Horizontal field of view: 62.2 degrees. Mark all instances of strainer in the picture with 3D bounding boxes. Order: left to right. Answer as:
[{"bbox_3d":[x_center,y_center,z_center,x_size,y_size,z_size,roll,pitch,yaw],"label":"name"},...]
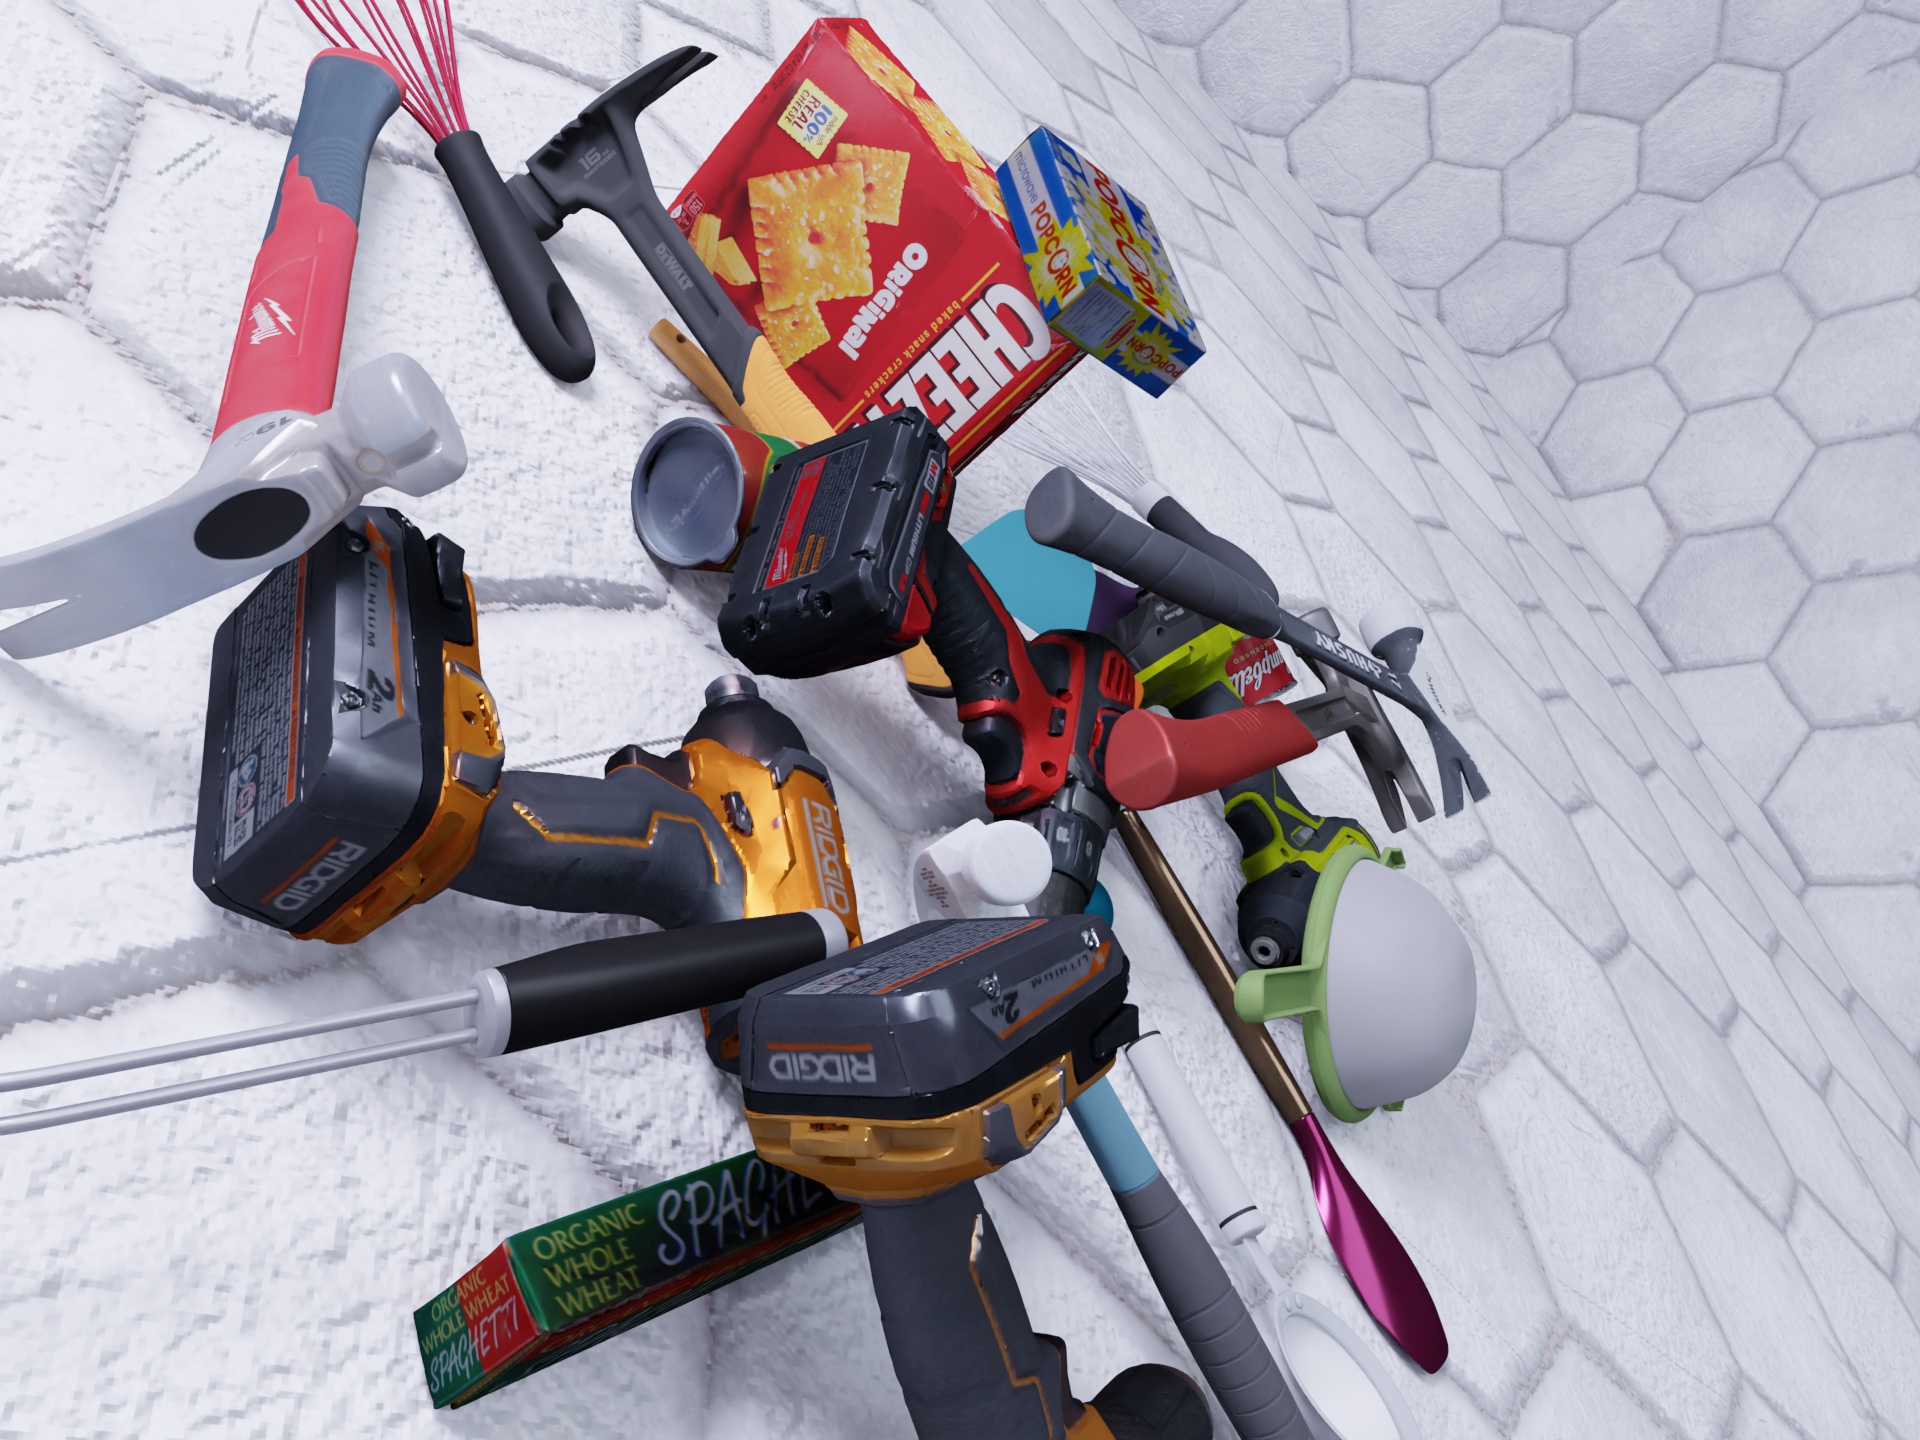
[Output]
[{"bbox_3d":[0.127,0.230,0.697,0.086,0.050,0.259,22,34,-52],"label":"strainer"},{"bbox_3d":[0.213,0.137,0.813,0.256,0.069,0.151,12,79,-59],"label":"strainer"}]

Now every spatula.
[{"bbox_3d":[-0.038,-0.095,0.836,0.322,0.041,0.081,44,53,-9],"label":"spatula"},{"bbox_3d":[0.049,-0.111,0.945,0.082,0.044,0.317,37,14,-6],"label":"spatula"},{"bbox_3d":[0.134,-0.091,1.106,0.316,0.018,0.060,-23,86,-61],"label":"spatula"}]

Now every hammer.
[{"bbox_3d":[-0.250,-0.163,0.574,0.387,0.143,0.038,-111,177,-50],"label":"hammer"},{"bbox_3d":[-0.084,-0.159,0.784,0.337,0.127,0.034,55,17,-4],"label":"hammer"},{"bbox_3d":[0.073,0.188,0.609,0.033,0.128,0.331,-29,92,-17],"label":"hammer"},{"bbox_3d":[0.171,0.016,0.860,0.359,0.036,0.149,-12,74,-60],"label":"hammer"},{"bbox_3d":[0.169,-0.047,0.845,0.408,0.036,0.149,18,45,-47],"label":"hammer"}]

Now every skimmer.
[{"bbox_3d":[-0.146,0.088,0.354,0.090,0.127,0.363,20,16,41],"label":"skimmer"}]

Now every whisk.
[{"bbox_3d":[-0.246,-0.287,0.748,0.296,0.073,0.073,61,29,5],"label":"whisk"},{"bbox_3d":[0.102,-0.160,1.024,0.285,0.070,0.070,45,24,26],"label":"whisk"}]

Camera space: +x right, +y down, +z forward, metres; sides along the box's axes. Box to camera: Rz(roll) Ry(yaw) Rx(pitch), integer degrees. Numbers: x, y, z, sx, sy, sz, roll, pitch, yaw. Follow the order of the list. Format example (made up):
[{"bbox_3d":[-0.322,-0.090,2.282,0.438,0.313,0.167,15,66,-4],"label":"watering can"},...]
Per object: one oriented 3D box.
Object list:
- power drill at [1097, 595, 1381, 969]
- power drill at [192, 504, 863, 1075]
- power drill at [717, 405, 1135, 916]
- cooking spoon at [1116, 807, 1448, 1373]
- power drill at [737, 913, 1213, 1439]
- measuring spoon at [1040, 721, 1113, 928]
[{"bbox_3d":[0.156,0.035,0.930,0.223,0.080,0.171,57,30,3],"label":"power drill"},{"bbox_3d":[-0.127,0.020,0.534,0.226,0.084,0.164,29,34,-43],"label":"power drill"},{"bbox_3d":[-0.001,-0.002,0.697,0.226,0.080,0.188,45,44,-38],"label":"power drill"},{"bbox_3d":[0.163,0.183,0.825,0.068,0.017,0.319,-2,59,-58],"label":"cooking spoon"},{"bbox_3d":[0.019,0.177,0.492,0.185,0.084,0.226,-11,94,-58],"label":"power drill"},{"bbox_3d":[0.055,0.051,0.790,0.042,0.021,0.129,13,59,-42],"label":"measuring spoon"}]
